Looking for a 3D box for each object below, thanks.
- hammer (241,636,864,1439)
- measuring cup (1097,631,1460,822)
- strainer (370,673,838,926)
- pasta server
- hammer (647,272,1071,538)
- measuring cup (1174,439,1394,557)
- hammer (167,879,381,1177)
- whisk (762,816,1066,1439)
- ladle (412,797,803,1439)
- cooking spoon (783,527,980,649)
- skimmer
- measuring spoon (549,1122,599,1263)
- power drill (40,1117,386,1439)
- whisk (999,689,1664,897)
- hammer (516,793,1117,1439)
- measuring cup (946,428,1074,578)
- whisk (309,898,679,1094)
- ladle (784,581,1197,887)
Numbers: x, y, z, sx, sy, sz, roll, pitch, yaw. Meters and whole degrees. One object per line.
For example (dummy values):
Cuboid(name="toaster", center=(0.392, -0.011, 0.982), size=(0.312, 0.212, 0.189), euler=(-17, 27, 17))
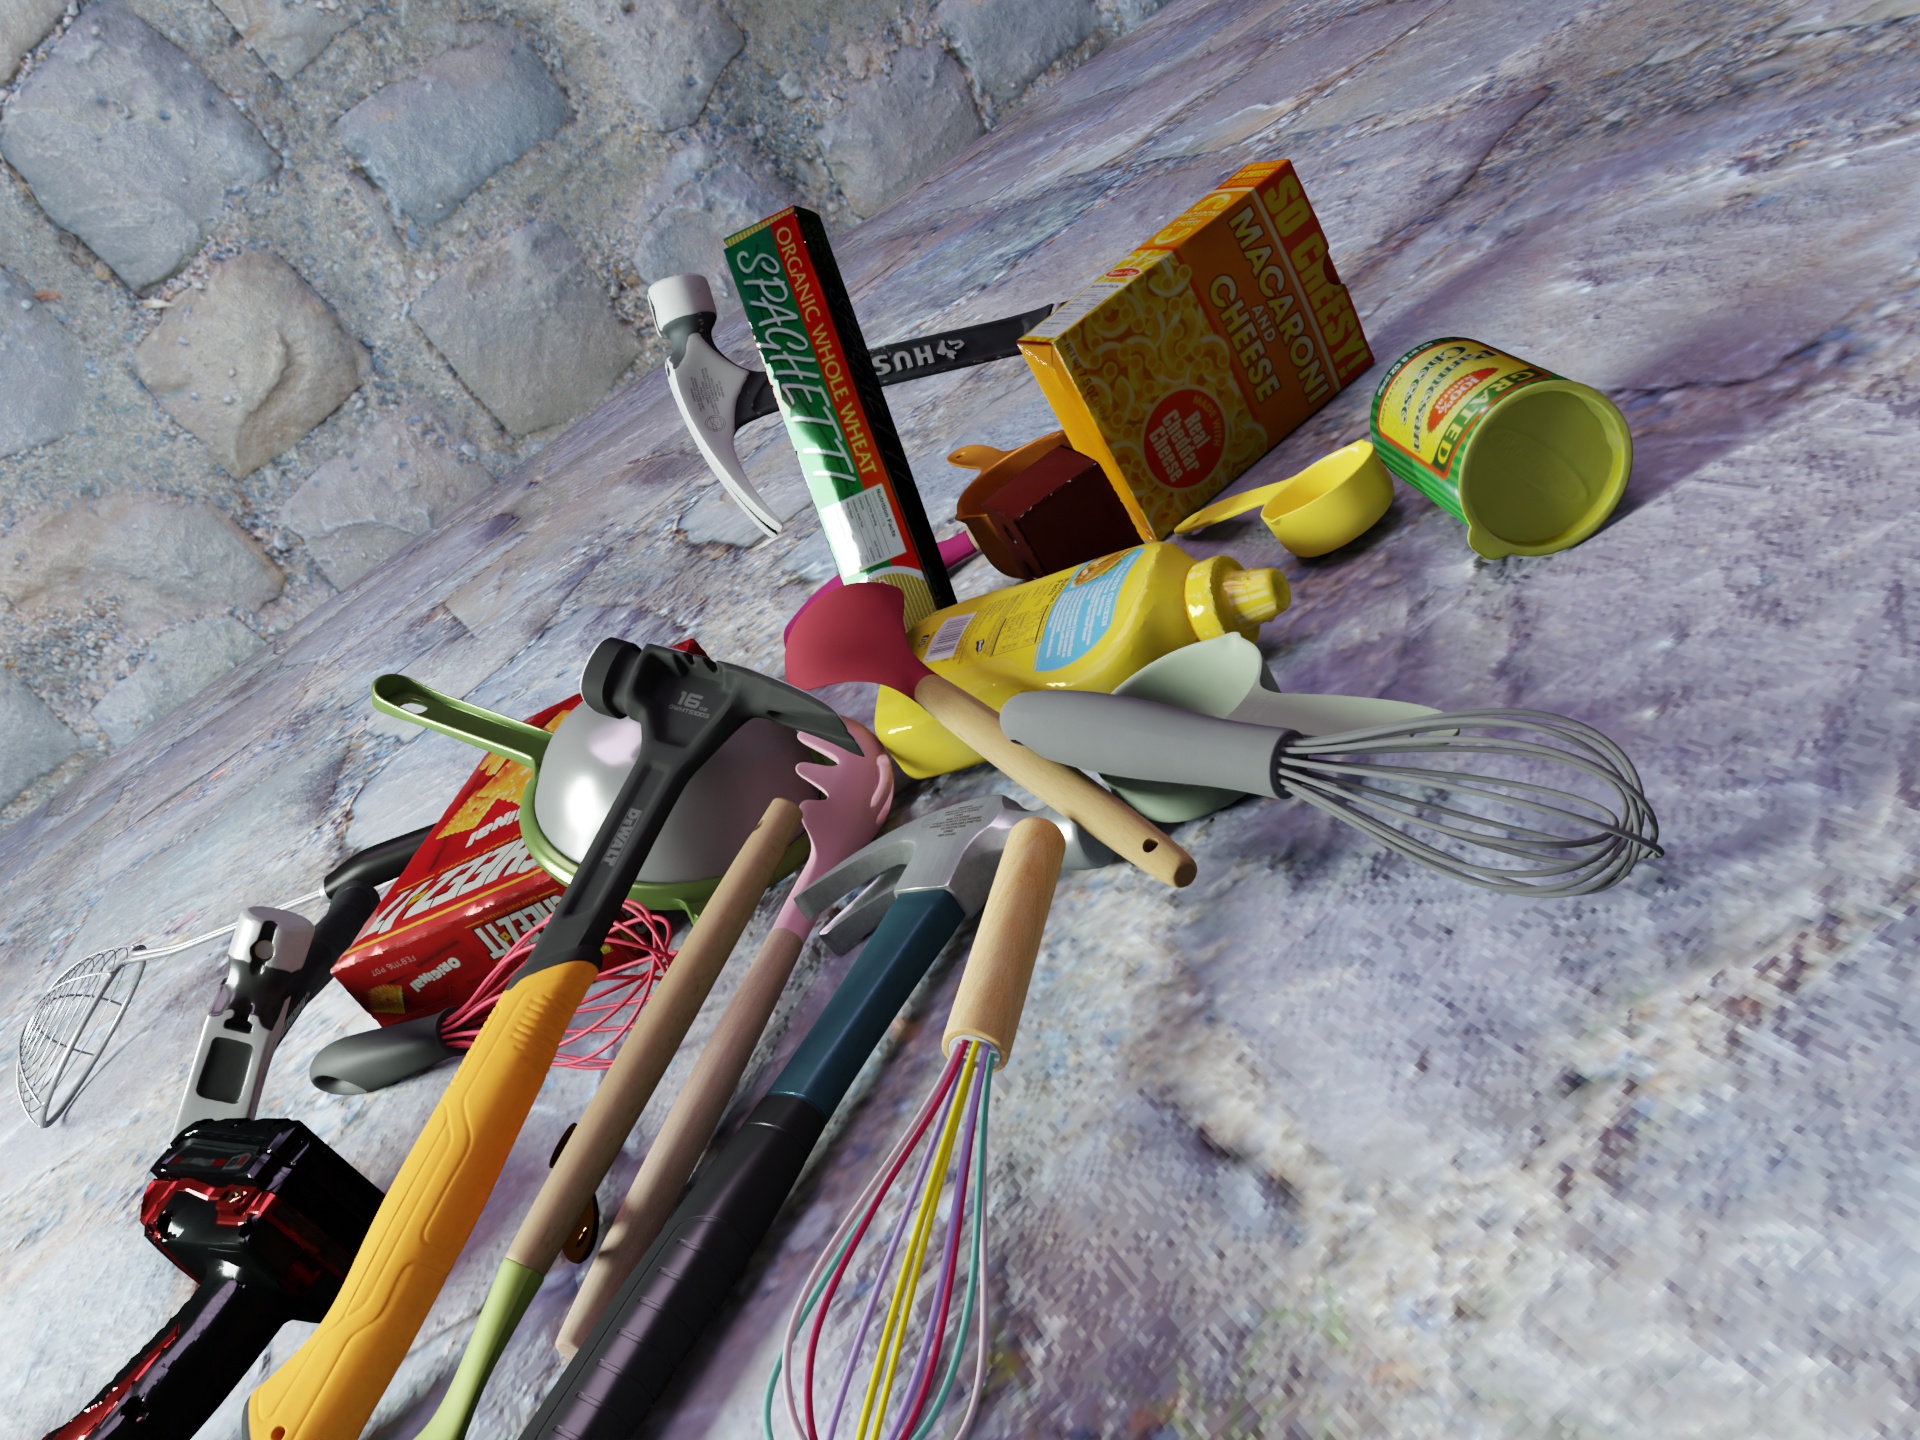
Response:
Cuboid(name="hammer", center=(-0.159, 0.121, 0.604), size=(0.127, 0.034, 0.337), euler=(14, 65, 24))
Cuboid(name="measuring cup", center=(0.113, 0.009, 0.566), size=(0.083, 0.038, 0.168), euler=(-45, 27, -23))
Cuboid(name="strainer", center=(-0.182, 0.001, 0.767), size=(0.256, 0.069, 0.151), euler=(18, 37, 17))
Cuboid(name="pasta server", center=(-0.087, 0.108, 0.639), size=(0.040, 0.060, 0.316), euler=(2, 41, 22))
Cuboid(name="hammer", center=(0.036, -0.219, 0.923), size=(0.409, 0.149, 0.036), euler=(-16, -1, -16))
Cuboid(name="measuring cup", center=(0.147, -0.094, 0.751), size=(0.062, 0.029, 0.156), euler=(-41, 12, -17))
Cuboid(name="hammer", center=(-0.354, 0.143, 0.851), size=(0.335, 0.035, 0.146), euler=(-158, 85, -77))
Cuboid(name="whisk", center=(-0.002, 0.119, 0.477), size=(0.051, 0.047, 0.245), euler=(-11, 35, 25))
Cuboid(name="ladle", center=(-0.141, 0.151, 0.528), size=(0.078, 0.062, 0.320), euler=(-23, 34, 56))
Cuboid(name="cooking spoon", center=(0.029, -0.120, 0.953), size=(0.319, 0.017, 0.069), euler=(-29, 43, 11))
Cuboid(name="skimmer", center=(-0.457, 0.158, 1.050), size=(0.363, 0.090, 0.127), euler=(-22, 19, 3))
Cuboid(name="measuring spoon", center=(-0.141, 0.176, 0.589), size=(0.021, 0.011, 0.117), euler=(-58, 18, -6))
Cuboid(name="power drill", center=(-0.323, 0.264, 0.607), size=(0.143, 0.078, 0.220), euler=(-13, 33, 41))
Cuboid(name="whisk", center=(0.101, 0.014, 0.502), size=(0.239, 0.055, 0.055), euler=(10, 48, 44))
Cuboid(name="hammer", center=(-0.063, 0.144, 0.541), size=(0.128, 0.033, 0.331), euler=(-11, 33, 42))
Cuboid(name="measuring cup", center=(0.034, -0.128, 0.916), size=(0.095, 0.052, 0.174), euler=(-35, 23, -7))
Cuboid(name="whisk", center=(-0.223, 0.140, 0.736), size=(0.296, 0.073, 0.073), euler=(-23, 25, 38))
Cuboid(name="ladle", center=(-0.001, -0.002, 0.645), size=(0.069, 0.031, 0.316), euler=(-45, 34, -7))
